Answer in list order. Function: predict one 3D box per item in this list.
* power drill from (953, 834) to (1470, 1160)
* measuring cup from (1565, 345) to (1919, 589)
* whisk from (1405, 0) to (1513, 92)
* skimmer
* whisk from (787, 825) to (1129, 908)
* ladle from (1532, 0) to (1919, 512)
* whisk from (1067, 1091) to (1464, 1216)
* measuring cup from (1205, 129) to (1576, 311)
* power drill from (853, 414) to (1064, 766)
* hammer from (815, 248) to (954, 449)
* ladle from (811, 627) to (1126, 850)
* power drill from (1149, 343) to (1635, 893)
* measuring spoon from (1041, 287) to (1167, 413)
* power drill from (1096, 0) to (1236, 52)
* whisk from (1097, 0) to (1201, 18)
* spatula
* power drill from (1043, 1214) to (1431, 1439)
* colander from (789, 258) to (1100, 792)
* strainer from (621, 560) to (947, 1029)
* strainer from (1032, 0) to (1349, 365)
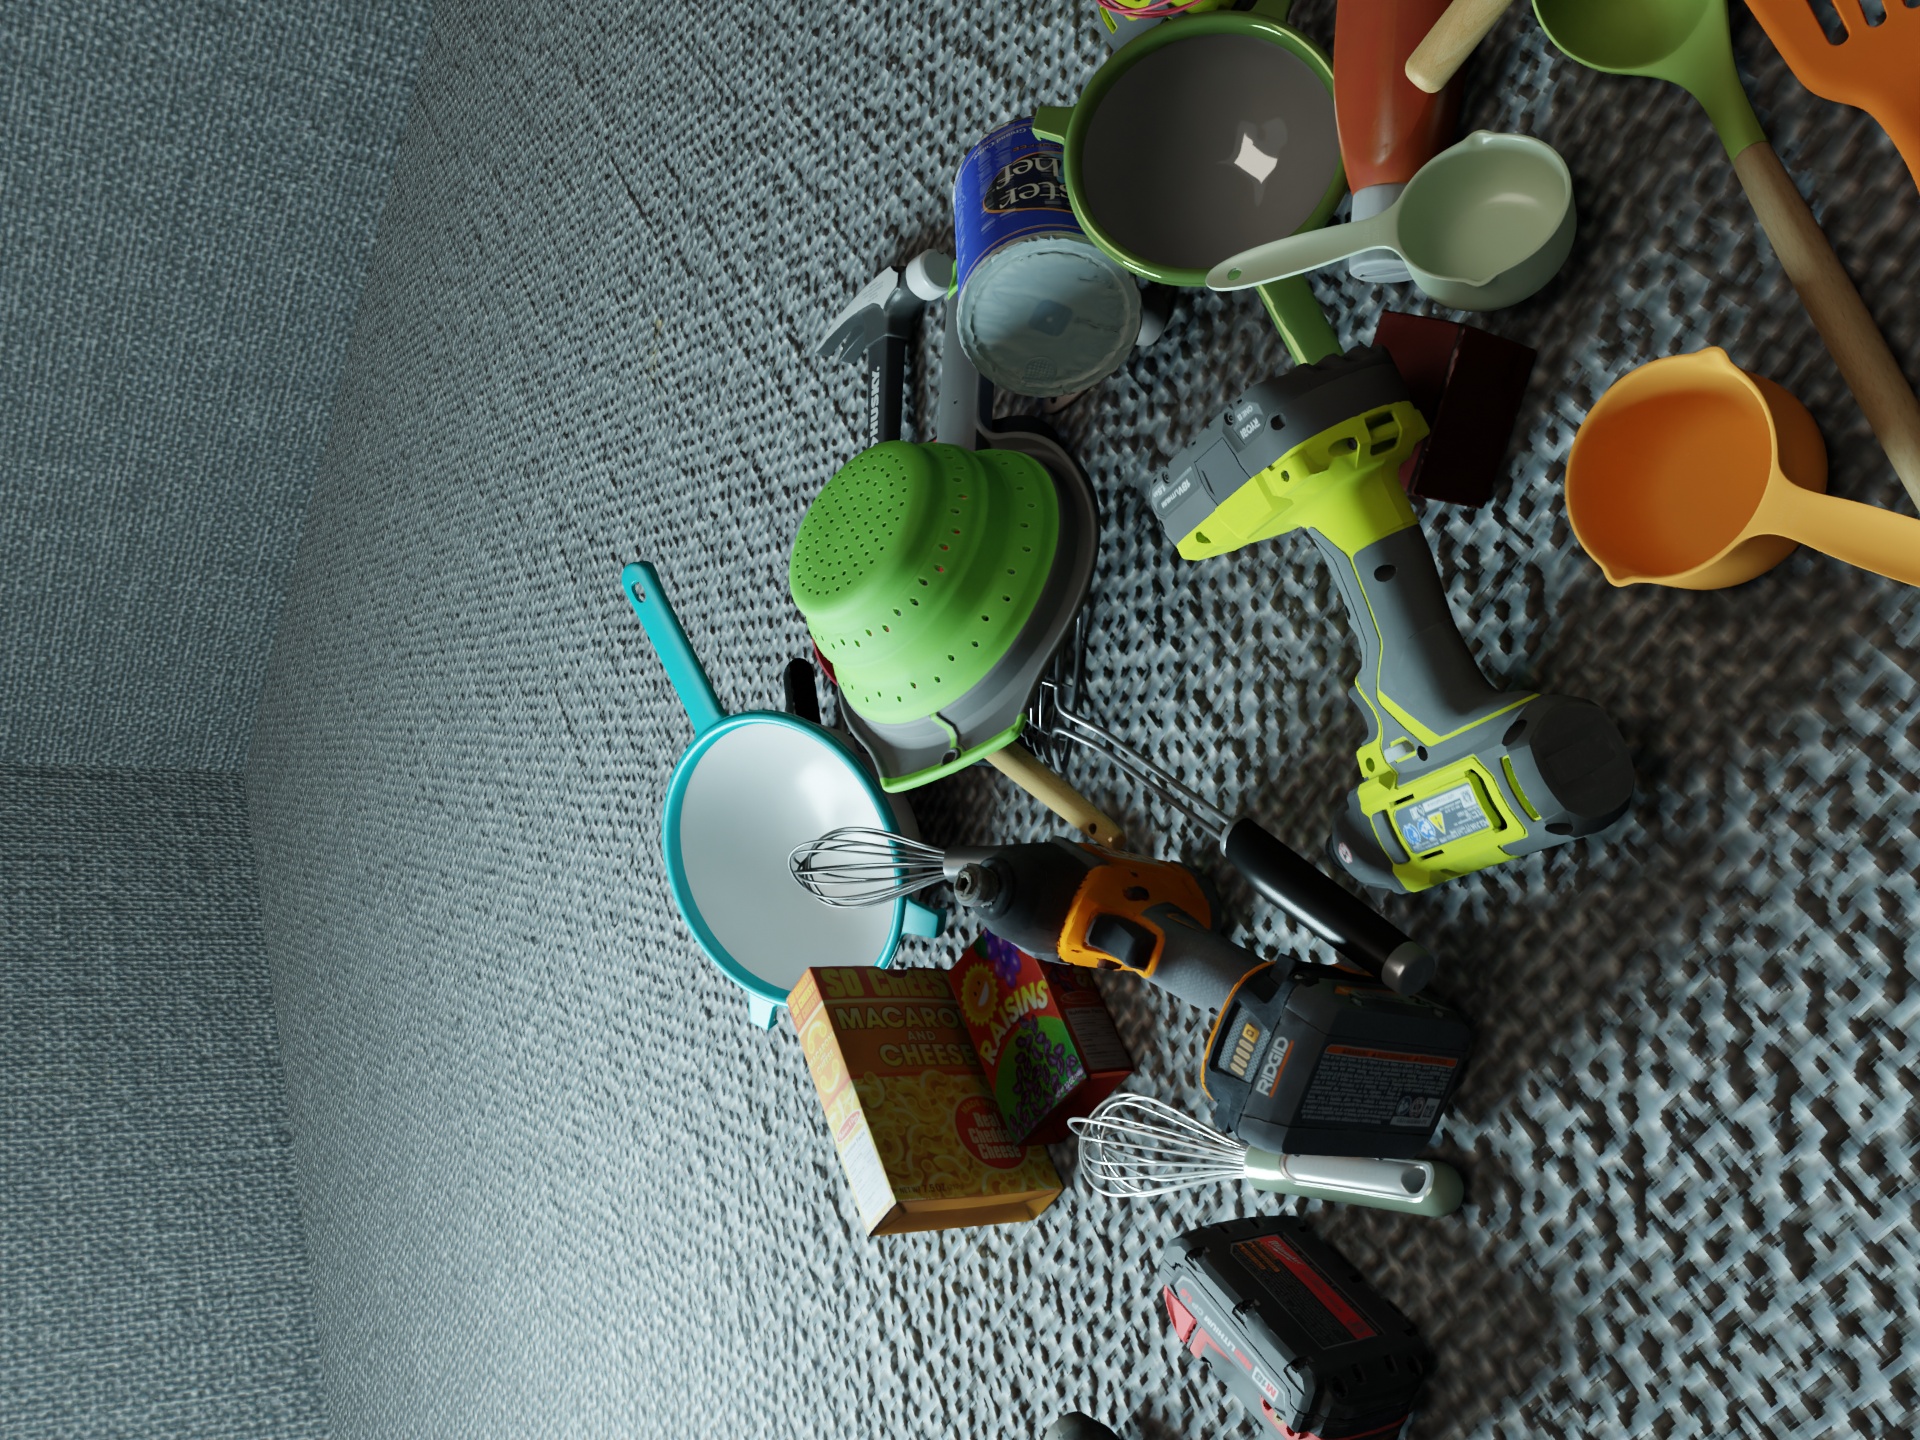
[{"bbox_3d":[0.107,0.121,0.763,0.227,0.164,0.084,29,102,51],"label":"power drill"},{"bbox_3d":[0.311,-0.077,0.589,0.174,0.052,0.095,38,117,49],"label":"measuring cup"},{"bbox_3d":[0.277,-0.373,0.667,0.245,0.051,0.047,-50,43,35],"label":"whisk"},{"bbox_3d":[0.125,0.022,0.814,0.364,0.090,0.127,40,138,49],"label":"skimmer"},{"bbox_3d":[-0.003,0.090,0.969,0.239,0.055,0.055,-3,83,29],"label":"whisk"},{"bbox_3d":[0.306,-0.197,0.610,0.078,0.062,0.320,125,135,-58],"label":"ladle"},{"bbox_3d":[0.144,0.222,0.801,0.246,0.059,0.058,-10,50,51],"label":"whisk"},{"bbox_3d":[0.197,-0.214,0.733,0.167,0.038,0.083,-7,66,31],"label":"measuring cup"},{"bbox_3d":[-0.003,-0.082,1.032,0.143,0.078,0.220,1,83,55],"label":"power drill"},{"bbox_3d":[-0.059,-0.159,1.145,0.146,0.035,0.335,-14,71,54],"label":"hammer"},{"bbox_3d":[-0.001,-0.003,0.923,0.316,0.031,0.069,38,118,49],"label":"ladle"},{"bbox_3d":[0.178,-0.035,0.706,0.223,0.080,0.171,65,154,7],"label":"power drill"},{"bbox_3d":[0.082,-0.223,0.973,0.124,0.018,0.034,-35,58,49],"label":"measuring spoon"},{"bbox_3d":[0.125,-0.511,0.899,0.190,0.080,0.229,-48,51,42],"label":"power drill"},{"bbox_3d":[0.181,-0.423,0.768,0.296,0.073,0.073,-15,73,34],"label":"whisk"},{"bbox_3d":[0.349,-0.158,0.551,0.081,0.041,0.323,-20,70,34],"label":"spatula"},{"bbox_3d":[0.122,0.359,0.791,0.188,0.080,0.226,38,120,51],"label":"power drill"},{"bbox_3d":[-0.024,-0.157,0.931,0.204,0.094,0.397,-25,48,37],"label":"colander"},{"bbox_3d":[-0.131,0.033,1.123,0.211,0.095,0.340,-33,81,34],"label":"strainer"},{"bbox_3d":[0.155,-0.244,0.834,0.151,0.069,0.256,-26,78,9],"label":"strainer"}]
